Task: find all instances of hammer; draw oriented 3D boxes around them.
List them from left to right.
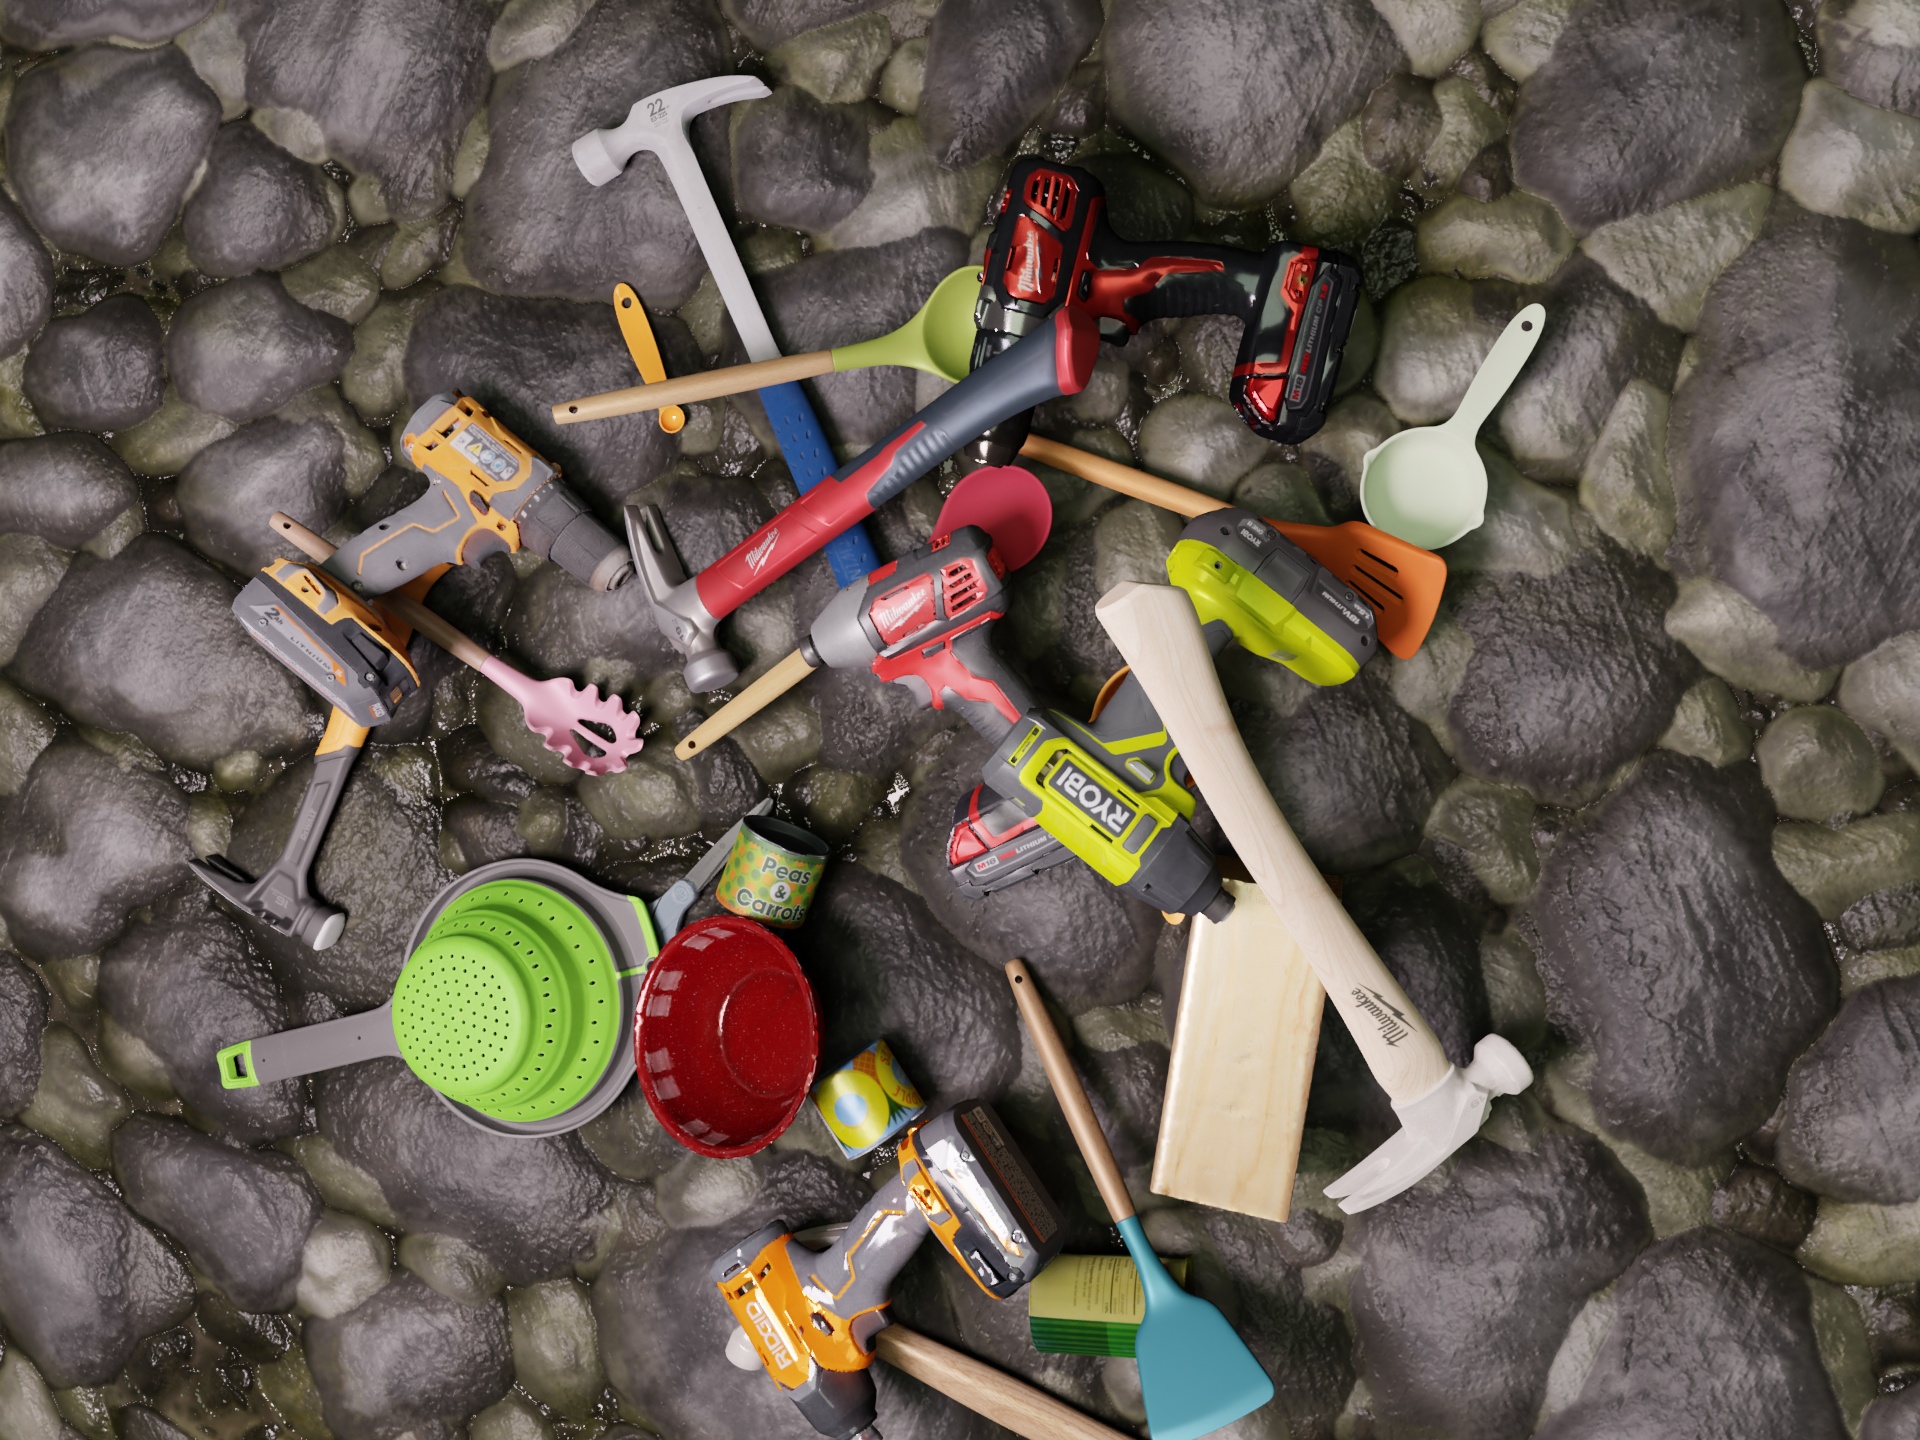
[{"bbox_3d":[-0.466,0.000,1.198,0.127,0.034,0.337,28,99,9],"label":"hammer"},{"bbox_3d":[-0.128,-0.250,1.098,0.144,0.035,0.405,-24,88,14],"label":"hammer"},{"bbox_3d":[-0.073,-0.161,1.019,0.386,0.038,0.143,-30,79,35],"label":"hammer"},{"bbox_3d":[0.001,0.458,1.115,0.331,0.031,0.130,22,99,11],"label":"hammer"},{"bbox_3d":[0.187,0.100,0.927,0.146,0.038,0.410,-36,106,-8],"label":"hammer"}]

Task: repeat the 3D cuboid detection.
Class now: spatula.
[{"bbox_3d":[0.098,0.299,1.036,0.082,0.044,0.318,-27,71,4],"label":"spatula"},{"bbox_3d":[0.155,-0.134,1.032,0.323,0.041,0.081,22,135,14],"label":"spatula"}]

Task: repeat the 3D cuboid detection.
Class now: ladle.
[{"bbox_3d":[-0.110,-0.234,1.043,0.320,0.062,0.078,-12,89,-3],"label":"ladle"},{"bbox_3d":[-0.070,-0.064,1.064,0.315,0.031,0.069,-35,90,14],"label":"ladle"}]

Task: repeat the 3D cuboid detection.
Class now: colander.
[{"bbox_3d":[-0.407,0.224,1.156,0.397,0.094,0.204,-15,85,17],"label":"colander"}]

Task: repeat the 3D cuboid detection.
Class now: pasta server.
[{"bbox_3d":[-0.364,-0.059,1.143,0.316,0.040,0.060,35,74,0],"label":"pasta server"}]

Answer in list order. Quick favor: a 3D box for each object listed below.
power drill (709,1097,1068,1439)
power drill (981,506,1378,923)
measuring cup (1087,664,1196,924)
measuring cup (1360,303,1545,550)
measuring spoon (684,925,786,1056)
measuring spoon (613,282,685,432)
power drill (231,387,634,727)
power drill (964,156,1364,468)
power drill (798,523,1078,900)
[{"bbox_3d":[-0.043,0.374,1.057,0.226,0.084,0.164,-39,76,16],"label":"power drill"},{"bbox_3d":[0.144,-0.001,0.966,0.171,0.080,0.223,38,82,-1],"label":"power drill"},{"bbox_3d":[0.136,0.044,1.045,0.095,0.052,0.173,-4,94,13],"label":"measuring cup"},{"bbox_3d":[0.314,-0.183,0.995,0.083,0.038,0.167,33,98,10],"label":"measuring cup"},{"bbox_3d":[-0.166,0.189,1.149,0.042,0.021,0.128,41,93,5],"label":"measuring spoon"},{"bbox_3d":[-0.222,-0.259,1.136,0.021,0.011,0.117,-24,84,14],"label":"measuring spoon"},{"bbox_3d":[-0.358,-0.100,1.106,0.185,0.084,0.226,38,70,3],"label":"power drill"},{"bbox_3d":[0.116,-0.232,0.991,0.226,0.080,0.188,14,98,-1],"label":"power drill"},{"bbox_3d":[-0.002,-0.003,1.030,0.143,0.079,0.219,-25,104,13],"label":"power drill"}]
